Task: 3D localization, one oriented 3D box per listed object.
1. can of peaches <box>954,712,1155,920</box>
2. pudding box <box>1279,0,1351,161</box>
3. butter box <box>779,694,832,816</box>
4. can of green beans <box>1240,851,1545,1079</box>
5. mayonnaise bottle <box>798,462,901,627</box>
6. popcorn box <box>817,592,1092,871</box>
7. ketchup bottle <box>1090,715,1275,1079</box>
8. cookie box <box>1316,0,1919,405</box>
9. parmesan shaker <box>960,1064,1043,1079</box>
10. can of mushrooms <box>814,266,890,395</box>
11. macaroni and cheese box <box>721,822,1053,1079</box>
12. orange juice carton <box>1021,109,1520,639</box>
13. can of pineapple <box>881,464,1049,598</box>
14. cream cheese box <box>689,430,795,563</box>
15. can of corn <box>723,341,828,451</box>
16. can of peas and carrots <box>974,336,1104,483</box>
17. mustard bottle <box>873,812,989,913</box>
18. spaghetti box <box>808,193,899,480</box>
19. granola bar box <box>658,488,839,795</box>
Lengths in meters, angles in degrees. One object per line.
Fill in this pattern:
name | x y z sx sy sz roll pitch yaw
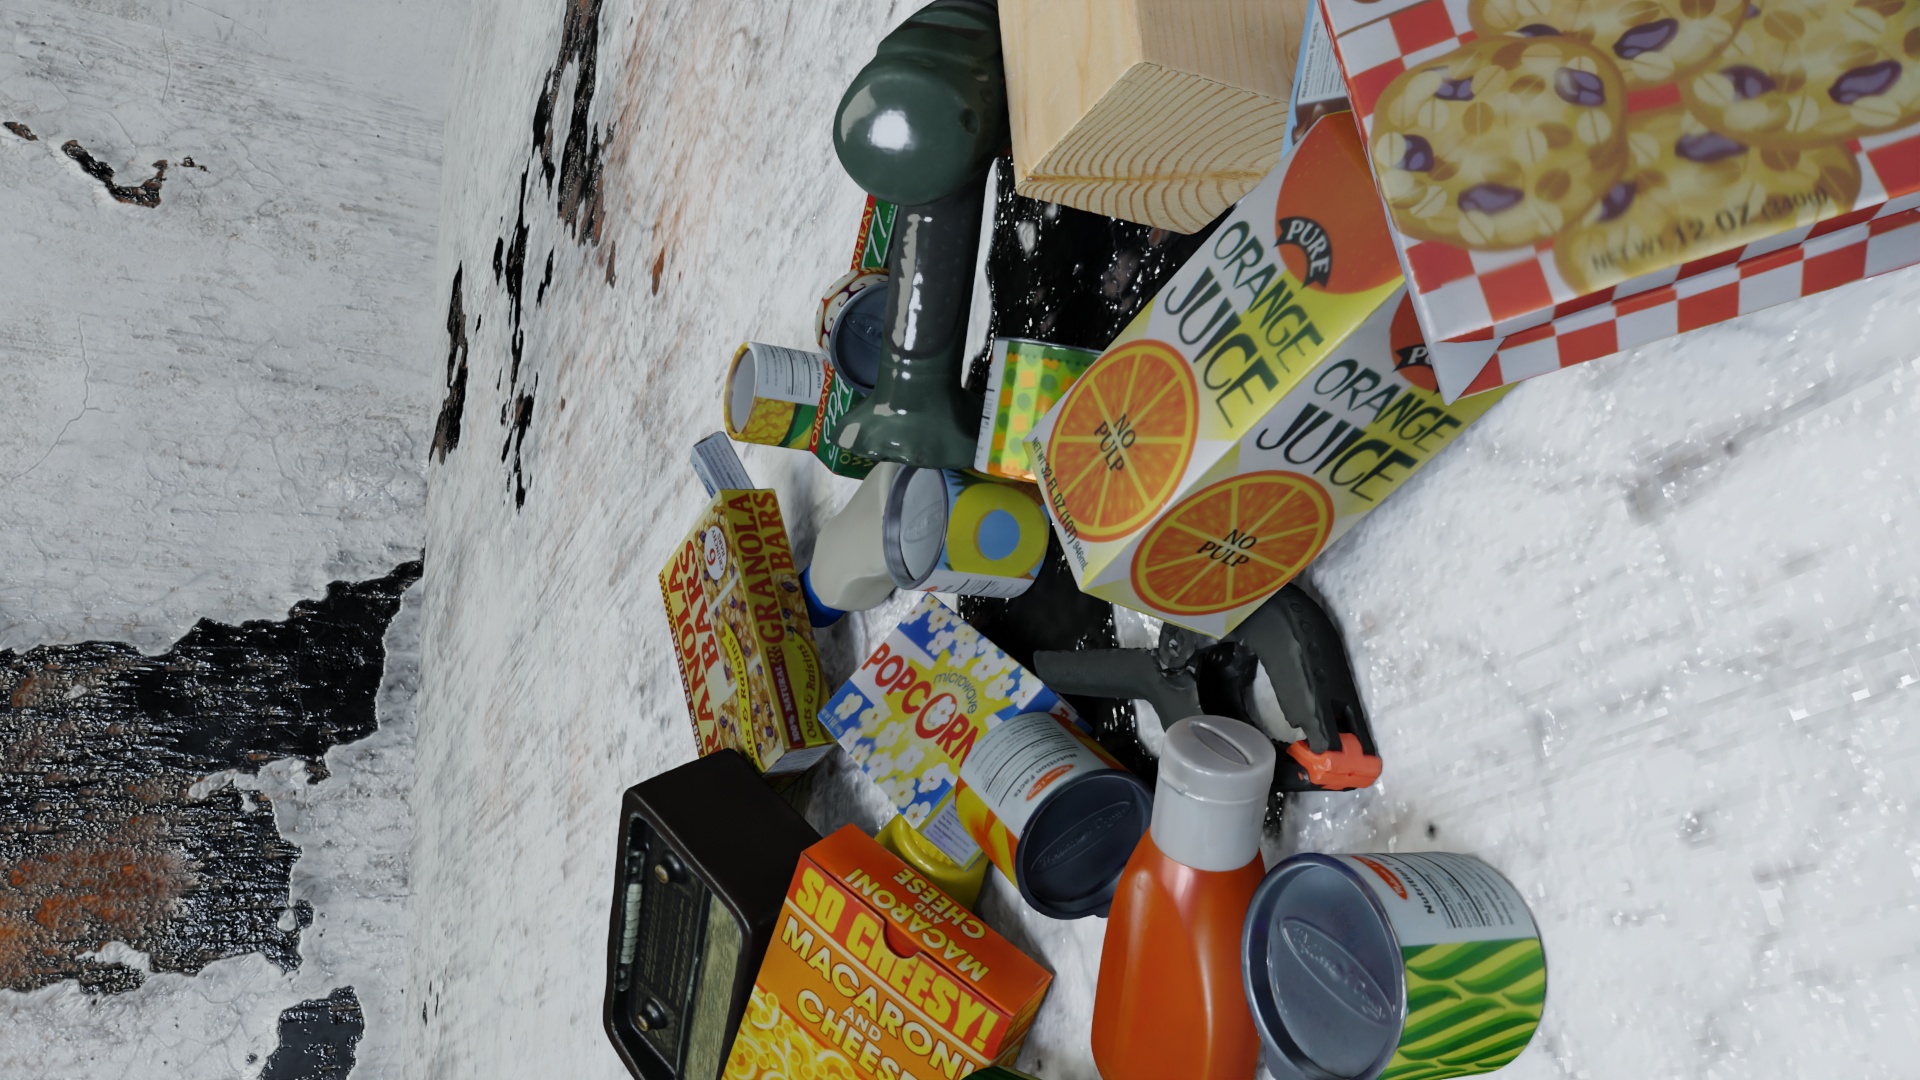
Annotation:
can of peaches | 0.039 0.113 0.568 0.058 0.071 0.071 35 115 58
pudding box | 0.138 -0.149 0.476 0.049 0.030 0.083 17 100 60
butter box | -0.111 0.134 0.883 0.053 0.024 0.103 43 122 55
can of green beans | 0.126 0.125 0.410 0.071 0.058 0.071 -20 67 59
mayonnaise bottle | -0.056 0.009 0.792 0.147 0.041 0.065 -41 50 54
popcorn box | -0.007 0.084 0.647 0.085 0.038 0.127 -47 31 -5
ketchup bottle | 0.079 0.132 0.477 0.065 0.044 0.148 36 130 49
cookie box | 0.161 -0.131 0.353 0.123 0.040 0.168 -17 63 18
parmesan shaker | 0.038 0.251 0.542 0.103 0.071 0.071 -17 69 60
can of mushrooms | -0.045 -0.119 0.772 0.033 0.071 0.070 49 126 55
macaroni and cheese box | -0.041 0.236 0.653 0.124 0.040 0.165 32 118 23
orange juice carton | 0.112 -0.059 0.439 0.192 0.073 0.072 -46 43 29
can of pineapple | 0.002 -0.008 0.668 0.071 0.058 0.071 -20 67 59
cream cheese box | -0.143 -0.019 0.915 0.104 0.024 0.053 61 165 2
can of corn | -0.118 -0.092 0.909 0.071 0.058 0.071 -21 66 59
can of peas and carrots | 0.045 -0.053 0.595 0.071 0.071 0.058 20 103 61
mustard bottle | -0.021 0.166 0.683 0.065 0.049 0.159 60 135 41
spaghetti box | -0.043 -0.159 0.815 0.050 0.029 0.249 41 119 58
granola bar box | -0.132 0.068 0.843 0.123 0.039 0.166 -44 56 49
